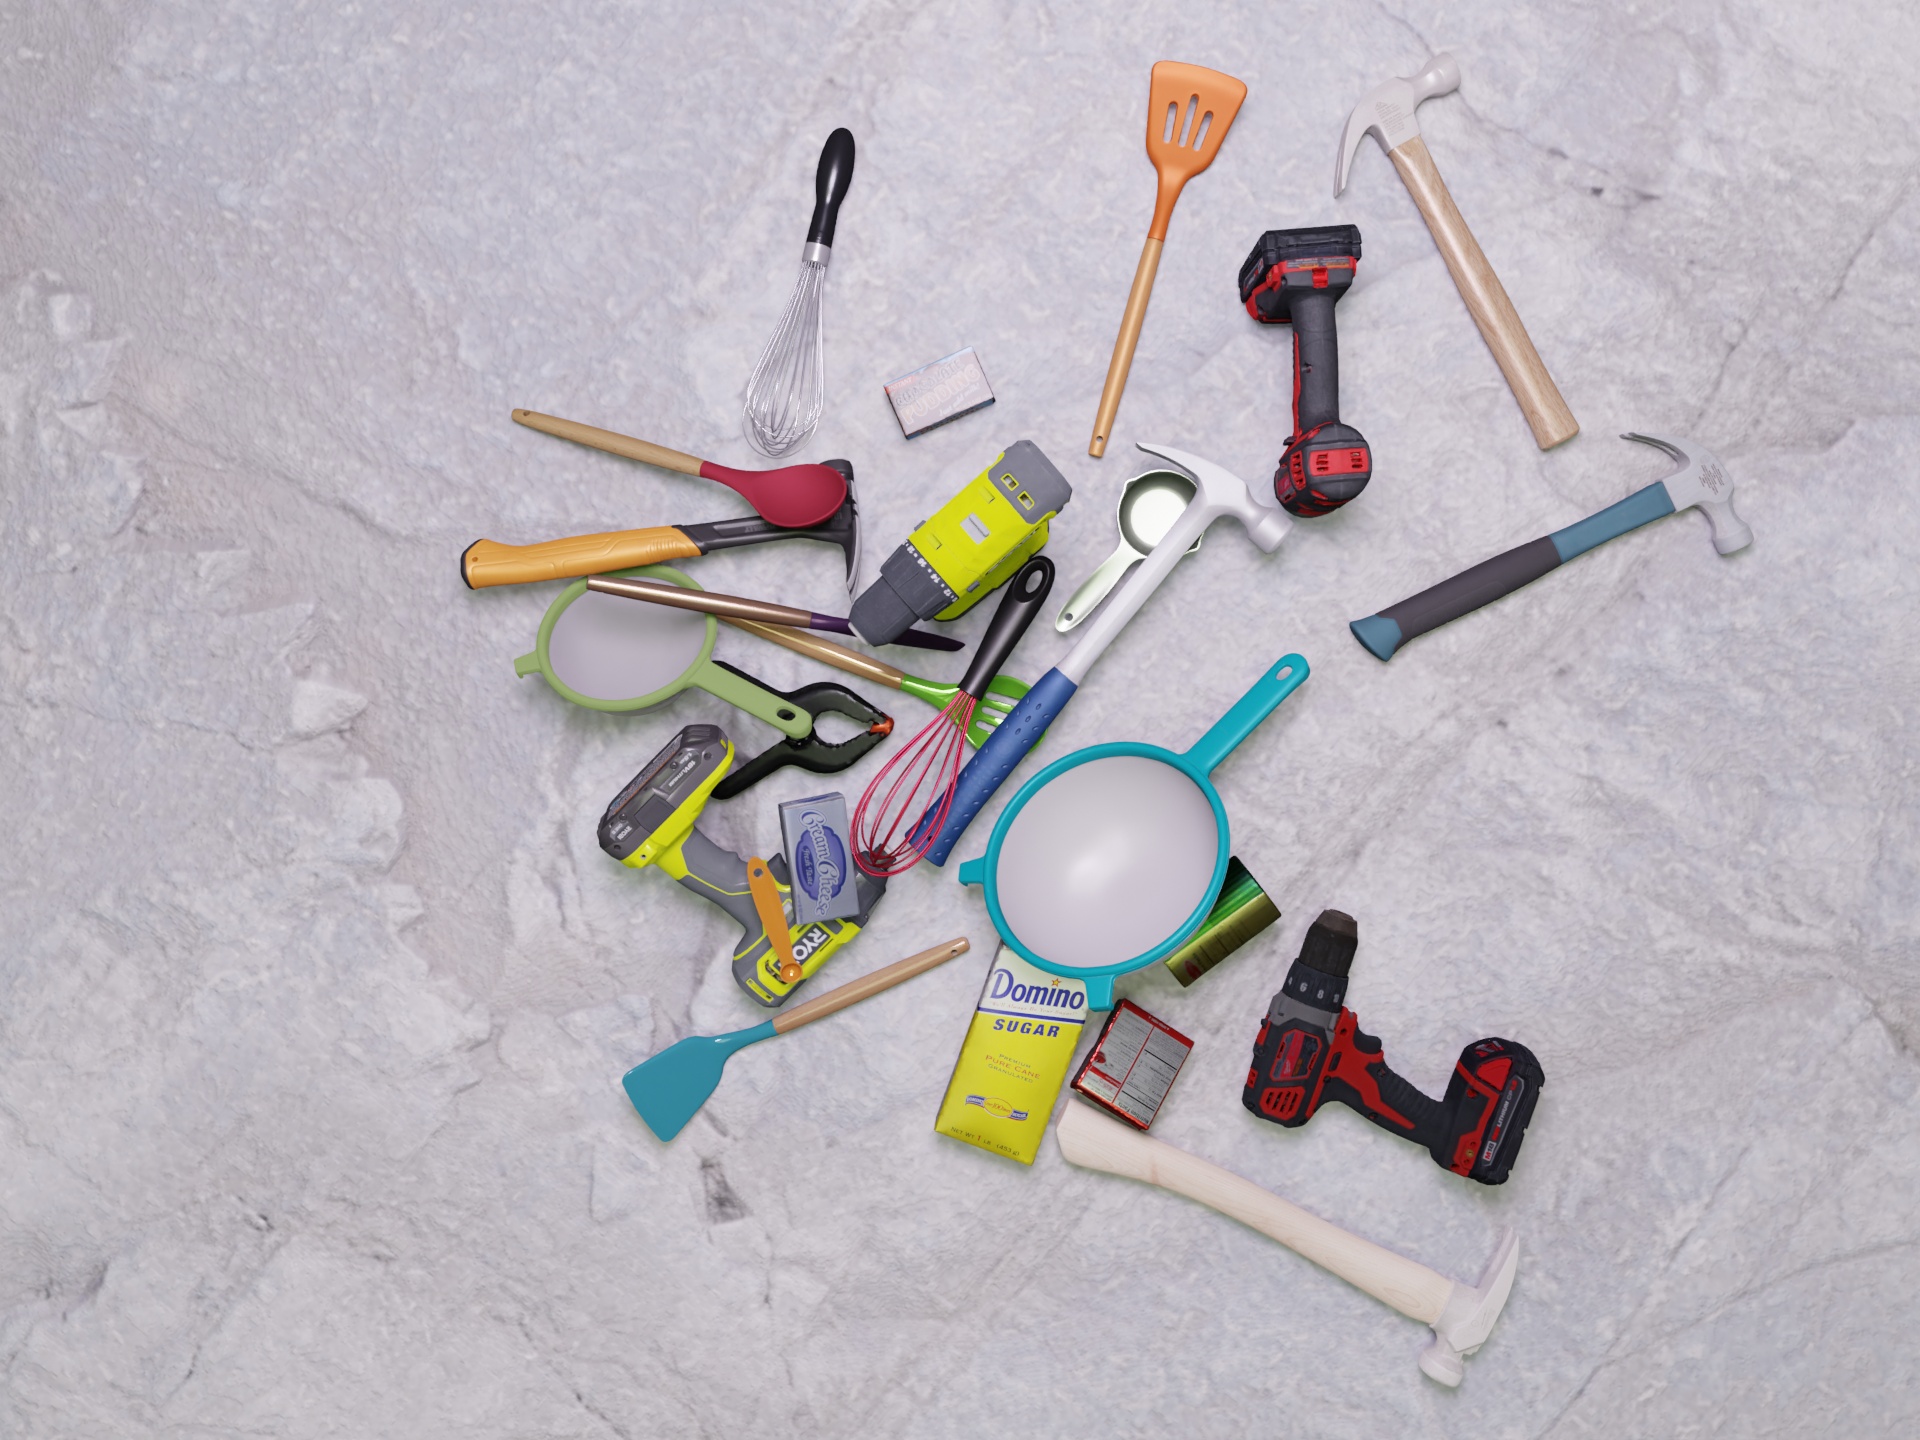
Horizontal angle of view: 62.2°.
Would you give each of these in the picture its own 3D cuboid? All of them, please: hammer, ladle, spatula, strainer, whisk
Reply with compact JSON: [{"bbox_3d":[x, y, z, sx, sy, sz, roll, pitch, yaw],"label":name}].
[{"bbox_3d":[0.486,-0.135,1.335,0.331,0.033,0.128,-26,93,4],"label":"hammer"},{"bbox_3d":[-0.240,-0.218,1.334,0.315,0.031,0.069,18,60,14],"label":"ladle"},{"bbox_3d":[0.277,0.422,1.379,0.410,0.038,0.146,26,93,1],"label":"hammer"},{"bbox_3d":[-0.135,0.263,1.381,0.317,0.044,0.082,-25,116,2],"label":"spatula"},{"bbox_3d":[0.090,-0.049,1.319,0.144,0.035,0.405,40,97,2],"label":"hammer"},{"bbox_3d":[0.156,-0.379,1.328,0.081,0.041,0.322,15,95,0],"label":"spatula"},{"bbox_3d":[-0.150,-0.088,1.318,0.315,0.060,0.018,9,80,-12],"label":"spatula"},{"bbox_3d":[0.420,-0.376,1.322,0.130,0.031,0.331,-28,92,3],"label":"hammer"},{"bbox_3d":[0.176,0.085,1.324,0.340,0.095,0.211,-44,50,-6],"label":"strainer"},{"bbox_3d":[-0.127,-0.359,1.336,0.070,0.070,0.284,13,90,1],"label":"whisk"},{"bbox_3d":[-0.002,-0.004,1.294,0.073,0.073,0.296,30,90,0],"label":"whisk"},{"bbox_3d":[-0.231,-0.034,1.329,0.256,0.069,0.151,26,62,17],"label":"strainer"},{"bbox_3d":[-0.250,-0.141,1.333,0.337,0.034,0.127,-7,65,1],"label":"hammer"}]

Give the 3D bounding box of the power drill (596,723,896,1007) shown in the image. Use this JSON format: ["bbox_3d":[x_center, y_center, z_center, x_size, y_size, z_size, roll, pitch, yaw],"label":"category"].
[{"bbox_3d":[-0.178,0.114,1.343,0.171,0.080,0.223,-45,106,5],"label":"power drill"}]

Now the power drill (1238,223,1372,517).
[{"bbox_3d":[0.281,-0.275,1.287,0.078,0.143,0.220,-5,87,-2],"label":"power drill"}]

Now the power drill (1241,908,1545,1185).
[{"bbox_3d":[0.369,0.277,1.348,0.226,0.080,0.188,19,94,4],"label":"power drill"}]

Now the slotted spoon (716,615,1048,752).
[{"bbox_3d":[-0.073,-0.045,1.367,0.314,0.031,0.070,21,94,3],"label":"slotted spoon"}]

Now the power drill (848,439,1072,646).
[{"bbox_3d":[-0.002,-0.131,1.256,0.190,0.228,0.080,-41,91,4],"label":"power drill"}]

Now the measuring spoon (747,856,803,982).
[{"bbox_3d":[-0.155,0.165,1.320,0.021,0.011,0.117,-18,106,-8],"label":"measuring spoon"}]

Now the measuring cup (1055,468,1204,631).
[{"bbox_3d":[0.139,-0.139,1.347,0.083,0.038,0.167,42,96,-1],"label":"measuring cup"}]
